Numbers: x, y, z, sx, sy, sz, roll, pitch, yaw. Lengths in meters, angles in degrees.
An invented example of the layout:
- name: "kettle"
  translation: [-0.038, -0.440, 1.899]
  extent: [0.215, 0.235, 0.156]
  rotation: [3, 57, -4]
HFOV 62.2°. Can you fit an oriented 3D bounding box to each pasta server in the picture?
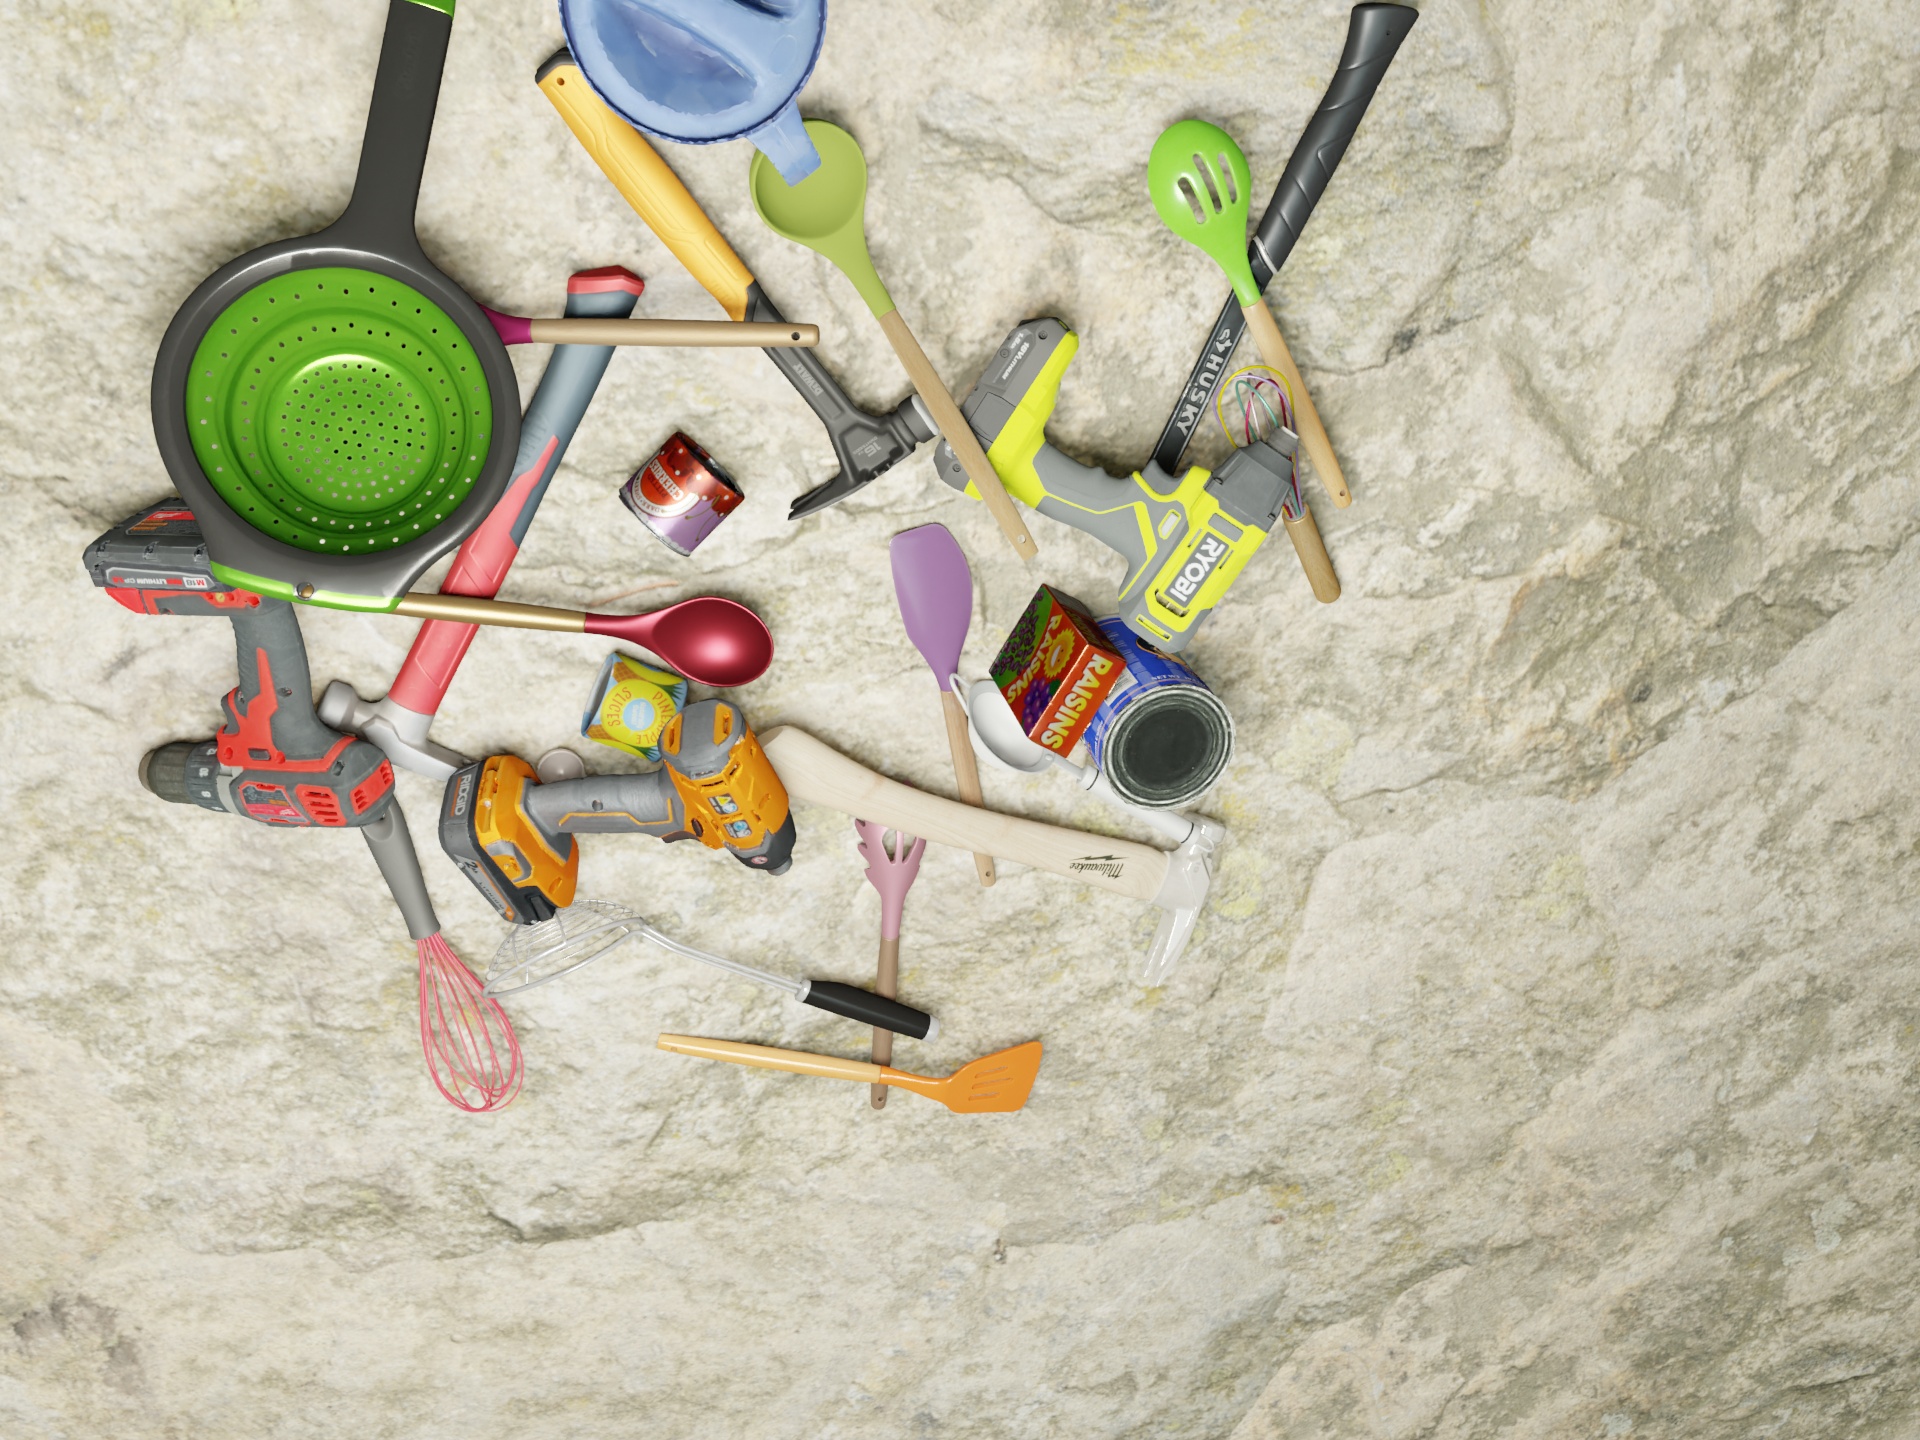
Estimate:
- name: "pasta server"
  translation: [-0.061, 0.195, 1.319]
  extent: [0.060, 0.040, 0.316]
  rotation: [-2, 119, -13]

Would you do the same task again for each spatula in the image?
- name: "spatula"
  translation: [-0.092, 0.288, 1.337]
  extent: [0.322, 0.041, 0.081]
  rotation: [10, 119, -6]
- name: "spatula"
  translation: [-0.002, -0.004, 1.241]
  extent: [0.060, 0.018, 0.315]
  rotation: [-18, 117, -14]

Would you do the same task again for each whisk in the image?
- name: "whisk"
  translation: [-0.402, 0.178, 1.212]
  extent: [0.073, 0.073, 0.295]
  rotation: [-16, 111, -6]
- name: "whisk"
  translation: [0.247, -0.170, 1.180]
  extent: [0.047, 0.051, 0.244]
  rotation: [-46, 135, -10]

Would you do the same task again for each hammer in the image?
- name: "hammer"
  translation: [-0.161, -0.287, 1.050]
  extent: [0.127, 0.034, 0.336]
  rotation: [-31, 116, 19]
- name: "hammer"
  translation: [-0.302, -0.129, 1.098]
  extent: [0.143, 0.038, 0.386]
  rotation: [24, 107, -24]
- name: "hammer"
  translation: [0.018, 0.097, 1.250]
  extent: [0.410, 0.038, 0.146]
  rotation: [18, 94, -24]
- name: "hammer"
  translation: [0.213, -0.311, 1.137]
  extent: [0.149, 0.036, 0.409]
  rotation: [19, 109, -22]

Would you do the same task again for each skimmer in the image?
- name: "skimmer"
  translation: [-0.186, 0.222, 1.251]
  extent: [0.363, 0.090, 0.127]
  rotation: [21, 147, -19]

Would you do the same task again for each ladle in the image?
- name: "ladle"
  translation: [-0.286, -0.069, 1.097]
  extent: [0.315, 0.031, 0.069]
  rotation: [6, 115, -17]
- name: "ladle"
  translation: [-0.035, -0.244, 1.042]
  extent: [0.078, 0.062, 0.320]
  rotation: [-31, 97, 2]

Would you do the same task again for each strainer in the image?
- name: "strainer"
  translation: [0.091, 0.042, 1.239]
  extent: [0.258, 0.087, 0.050]
  rotation: [29, 129, -12]

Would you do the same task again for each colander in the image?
- name: "colander"
  translation: [-0.361, -0.264, 0.978]
  extent: [0.204, 0.094, 0.397]
  rotation: [11, 88, -16]

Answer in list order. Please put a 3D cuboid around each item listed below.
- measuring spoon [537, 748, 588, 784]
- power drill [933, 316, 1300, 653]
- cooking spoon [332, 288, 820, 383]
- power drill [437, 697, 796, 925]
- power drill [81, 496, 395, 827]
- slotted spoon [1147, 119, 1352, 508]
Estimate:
- name: "measuring spoon"
  translation: [-0.268, 0.056, 1.211]
  extent: [0.124, 0.018, 0.034]
  rotation: [36, 102, -32]
- name: "power drill"
  translation: [0.110, -0.176, 1.105]
  extent: [0.223, 0.080, 0.171]
  rotation: [34, 106, -2]
- name: "cooking spoon"
  translation: [-0.248, -0.249, 1.020]
  extent: [0.319, 0.017, 0.068]
  rotation: [2, 105, 4]
- name: "power drill"
  translation: [-0.233, 0.076, 1.135]
  extent: [0.226, 0.084, 0.164]
  rotation: [-13, 137, 10]
- name: "power drill"
  translation: [-0.489, -0.029, 1.051]
  extent: [0.188, 0.080, 0.226]
  rotation: [3, 122, 17]
- name: "slotted spoon"
  translation: [0.217, -0.275, 1.122]
  extent: [0.070, 0.031, 0.313]
  rotation: [-34, 121, -1]
